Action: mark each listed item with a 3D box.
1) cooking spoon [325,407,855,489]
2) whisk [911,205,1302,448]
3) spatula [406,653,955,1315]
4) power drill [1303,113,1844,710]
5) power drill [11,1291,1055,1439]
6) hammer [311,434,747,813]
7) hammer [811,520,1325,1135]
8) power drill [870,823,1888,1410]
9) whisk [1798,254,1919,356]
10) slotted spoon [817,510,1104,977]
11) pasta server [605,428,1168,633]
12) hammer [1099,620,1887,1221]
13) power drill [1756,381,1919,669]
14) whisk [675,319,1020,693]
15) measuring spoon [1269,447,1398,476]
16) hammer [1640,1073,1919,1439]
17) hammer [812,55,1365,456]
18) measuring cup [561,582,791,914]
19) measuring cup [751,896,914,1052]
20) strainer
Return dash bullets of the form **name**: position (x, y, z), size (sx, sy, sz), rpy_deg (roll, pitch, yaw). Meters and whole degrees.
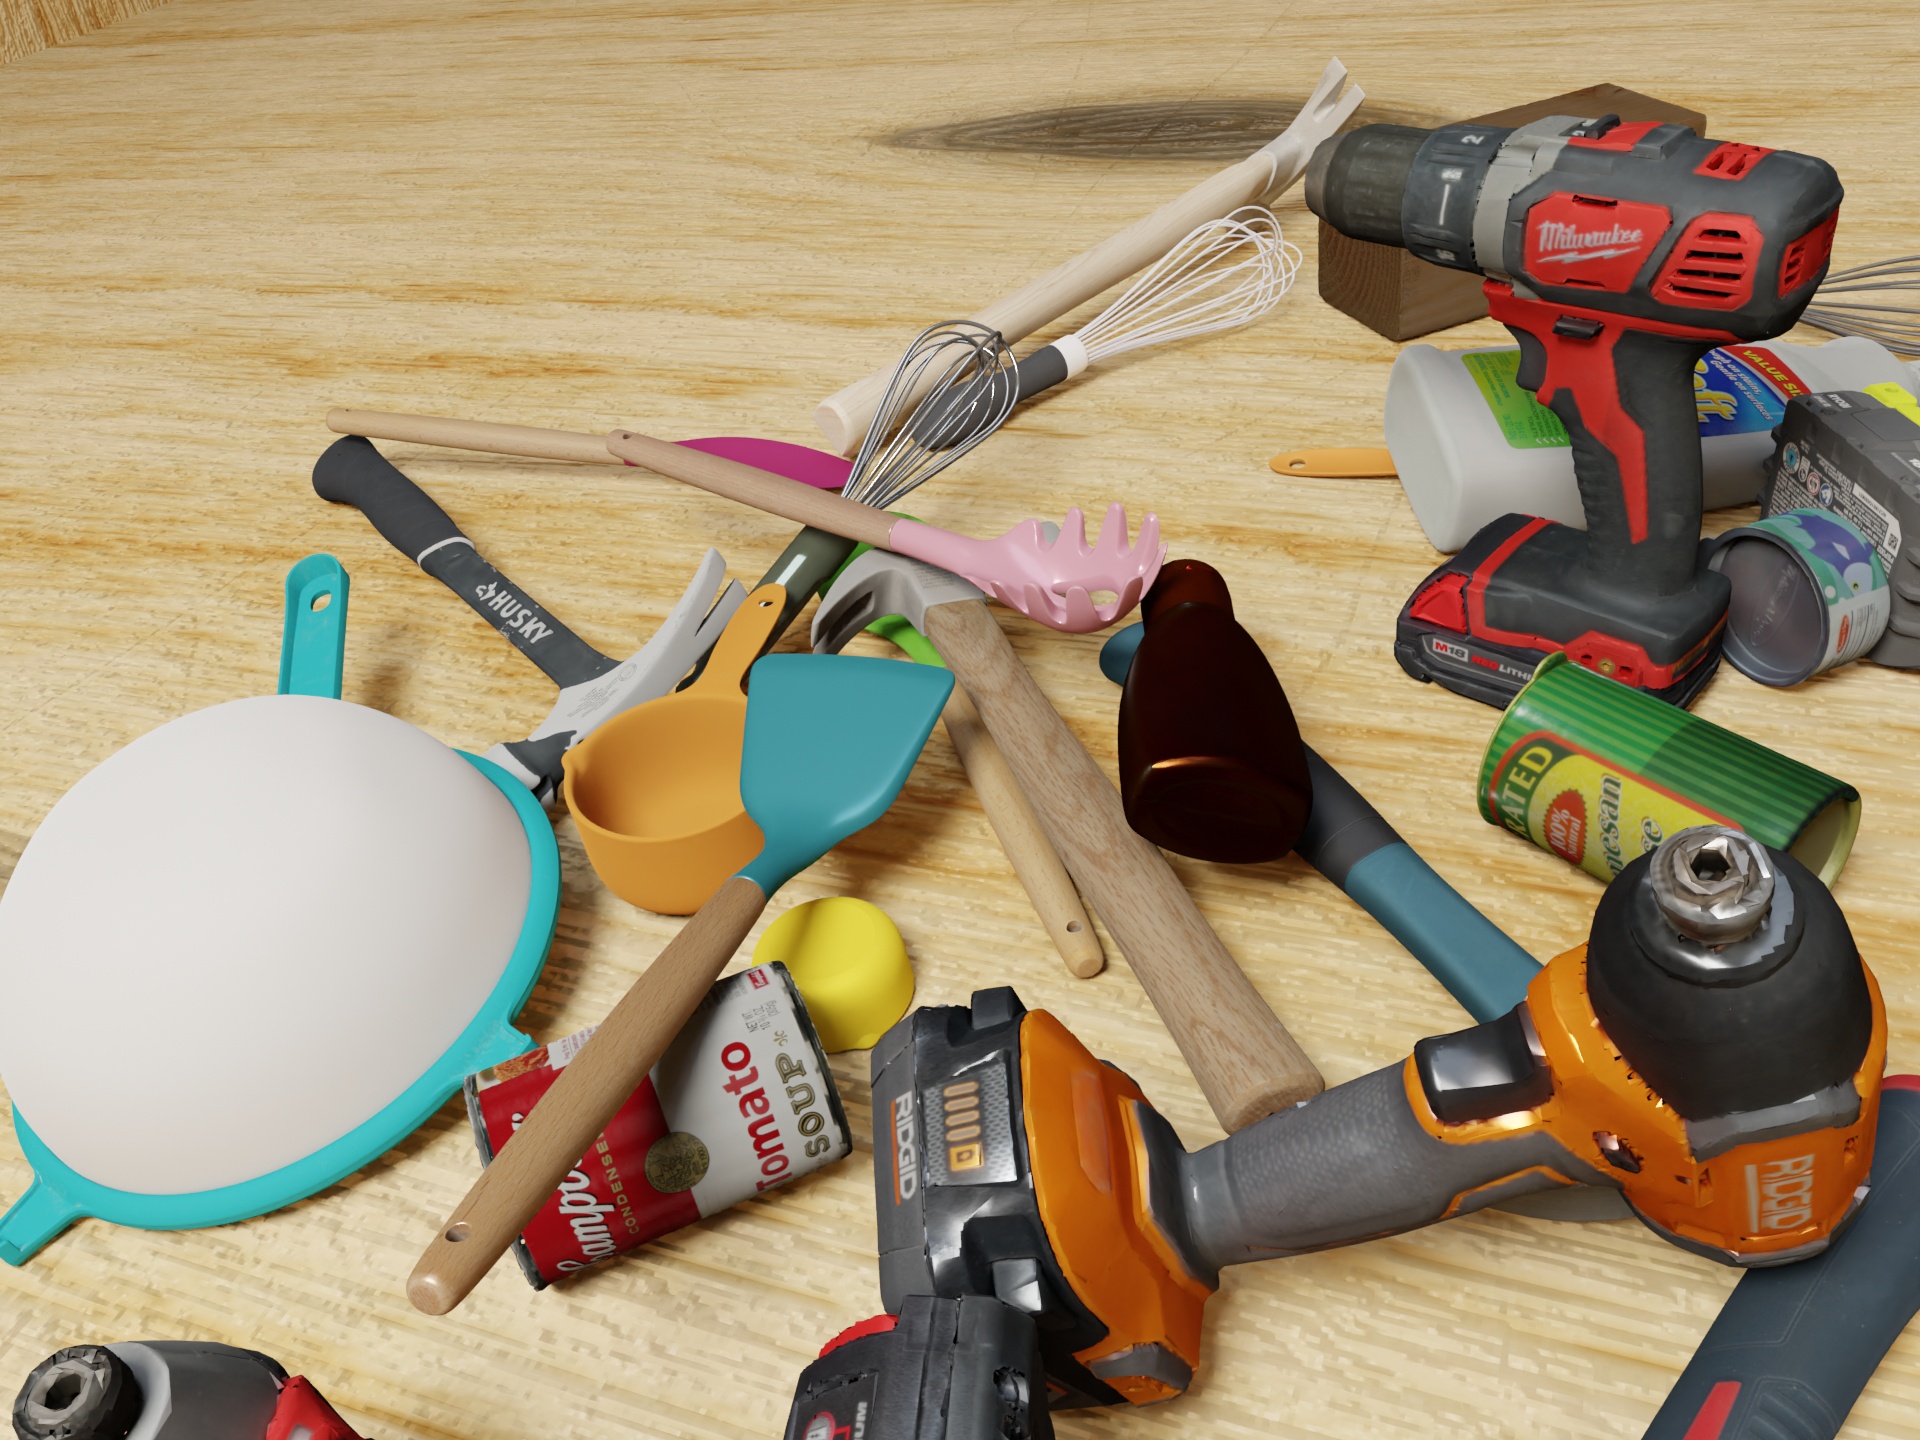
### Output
- **cooking spoon**: position (-0.213, -0.155, 0.906), size (0.319, 0.017, 0.069), rpy_deg (8, 28, 9)
- **whisk**: position (0.087, -0.228, 0.941), size (0.284, 0.070, 0.070), rpy_deg (-31, 41, -20)
- **spatula**: position (-0.079, 0.057, 0.488), size (0.082, 0.044, 0.318), rpy_deg (5, 24, 14)
- **power drill**: position (0.218, -0.119, 0.614), size (0.188, 0.226, 0.080), rpy_deg (25, 48, 37)
- **power drill**: position (-0.091, 0.180, 0.353), size (0.219, 0.143, 0.079), rpy_deg (-1, 45, 8)
- **hammer**: position (-0.252, -0.082, 0.811), size (0.149, 0.036, 0.409), rpy_deg (-43, 42, -13)
- **hammer**: position (0.035, 0.022, 0.599), size (0.130, 0.031, 0.332), rpy_deg (-11, 40, -17)
- **power drill**: position (0.096, 0.094, 0.377), size (0.226, 0.164, 0.084), rpy_deg (-17, 51, 15)
- **whisk**: position (0.444, -0.229, 0.871), size (0.239, 0.055, 0.055), rpy_deg (13, 41, 34)
- **slotted spoon**: position (-0.001, -0.002, 0.676), size (0.070, 0.031, 0.314), rpy_deg (-16, 39, -9)
- **pasta server**: position (-0.048, -0.094, 0.693), size (0.316, 0.040, 0.060), rpy_deg (22, 51, 33)
- **hammer**: position (0.141, 0.045, 0.564), size (0.128, 0.033, 0.331), rpy_deg (-28, 36, -8)
- **power drill**: position (0.471, -0.084, 0.642), size (0.228, 0.080, 0.191), rpy_deg (-7, 36, -1)
- **whisk**: position (-0.052, -0.096, 0.746), size (0.246, 0.059, 0.058), rpy_deg (-53, 9, -17)
- **measuring spoon**: position (0.216, -0.129, 0.815), size (0.117, 0.011, 0.021), rpy_deg (5, 49, 23)
- **hammer**: position (0.130, 0.204, 0.360), size (0.143, 0.038, 0.386), rpy_deg (24, 47, 39)
- **hammer**: position (0.080, -0.274, 0.960), size (0.410, 0.146, 0.038), rpy_deg (-36, 87, -26)
- **measuring cup**: position (-0.098, 0.009, 0.658), size (0.095, 0.052, 0.174), rpy_deg (2, 38, 13)
- **measuring cup**: position (-0.090, 0.104, 0.548), size (0.156, 0.029, 0.062), rpy_deg (-20, 38, -18)
- **strainer**: position (-0.271, 0.018, 0.606), size (0.211, 0.095, 0.341), rpy_deg (-19, 45, 0)
